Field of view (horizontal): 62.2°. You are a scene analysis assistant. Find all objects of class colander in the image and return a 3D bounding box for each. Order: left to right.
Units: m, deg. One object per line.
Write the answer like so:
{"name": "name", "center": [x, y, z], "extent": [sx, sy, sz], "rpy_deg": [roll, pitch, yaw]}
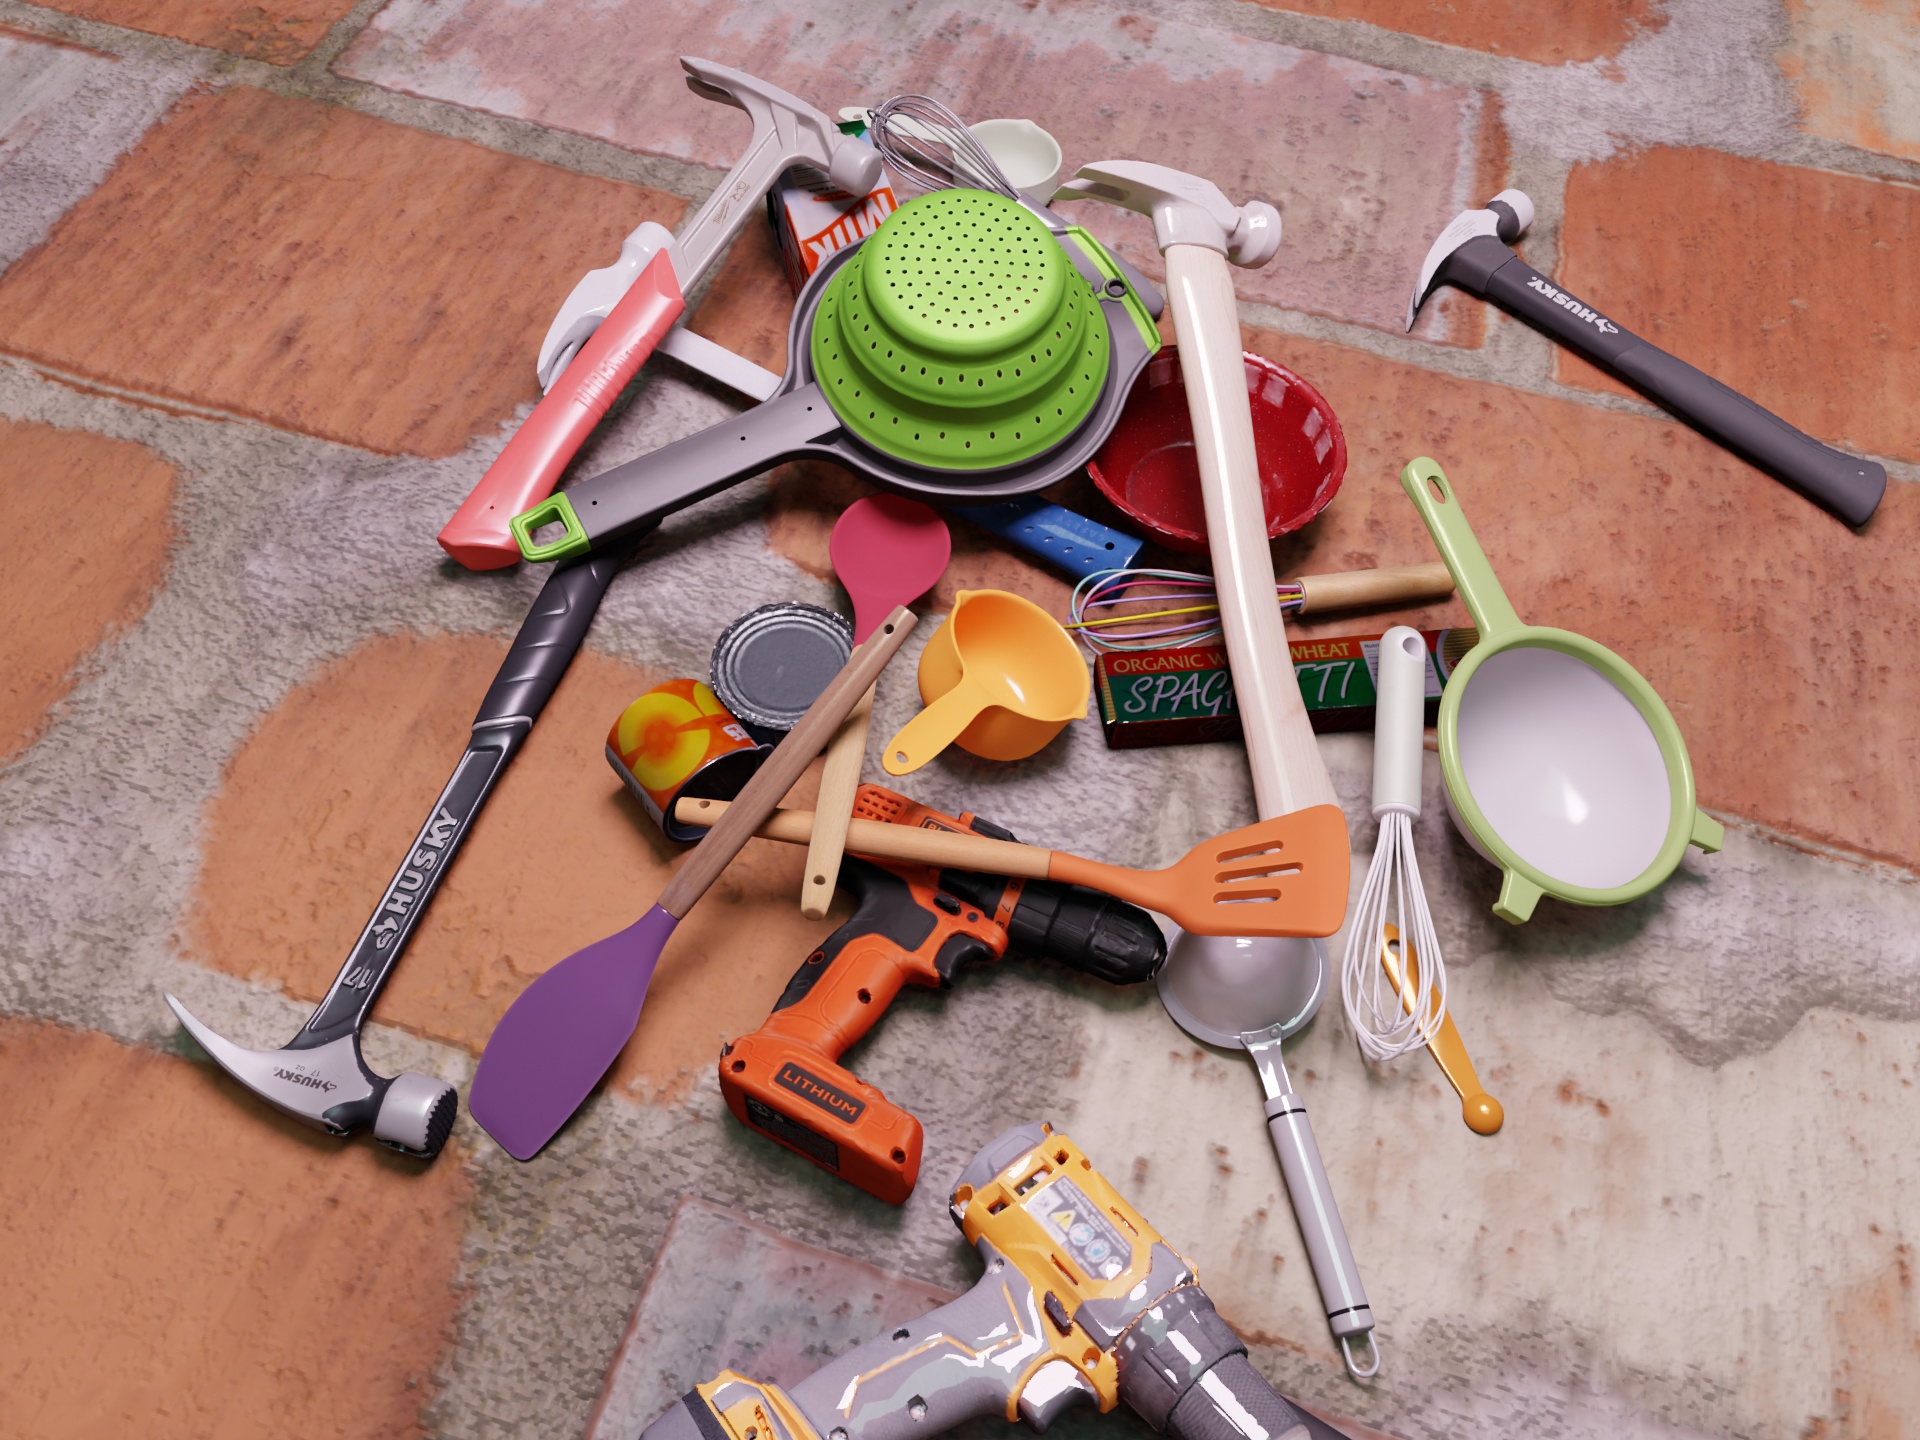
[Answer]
{"name": "colander", "center": [-0.070, -0.196, 0.891], "extent": [0.397, 0.094, 0.205], "rpy_deg": [-26, 71, -12]}

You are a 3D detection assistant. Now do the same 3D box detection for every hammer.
{"name": "hammer", "center": [-0.256, 0.019, 0.841], "extent": [0.149, 0.036, 0.409], "rpy_deg": [14, 56, 8]}
{"name": "hammer", "center": [-0.202, -0.244, 0.961], "extent": [0.149, 0.036, 0.359], "rpy_deg": [30, 75, 12]}
{"name": "hammer", "center": [-0.076, -0.177, 0.976], "extent": [0.405, 0.035, 0.144], "rpy_deg": [29, 65, 14]}
{"name": "hammer", "center": [0.141, -0.112, 0.859], "extent": [0.146, 0.038, 0.411], "rpy_deg": [3, 71, -32]}
{"name": "hammer", "center": [0.449, -0.231, 1.047], "extent": [0.146, 0.035, 0.335], "rpy_deg": [-38, 66, -25]}

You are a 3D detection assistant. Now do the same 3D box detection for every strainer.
{"name": "strainer", "center": [0.153, 0.176, 0.756], "extent": [0.087, 0.050, 0.259], "rpy_deg": [-16, 61, 4]}
{"name": "strainer", "center": [0.284, -0.016, 0.850], "extent": [0.151, 0.069, 0.256], "rpy_deg": [-15, 73, -23]}

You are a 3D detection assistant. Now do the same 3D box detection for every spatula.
{"name": "spatula", "center": [-0.124, 0.069, 0.758], "extent": [0.060, 0.018, 0.316], "rpy_deg": [37, 85, 20]}
{"name": "spatula", "center": [0.019, 0.059, 0.759], "extent": [0.322, 0.041, 0.081], "rpy_deg": [8, 44, 7]}

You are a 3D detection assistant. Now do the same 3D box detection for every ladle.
{"name": "ladle", "center": [-0.051, -0.018, 0.822], "extent": [0.069, 0.031, 0.316], "rpy_deg": [7, 42, 0]}

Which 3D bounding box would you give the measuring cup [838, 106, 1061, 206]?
{"name": "measuring cup", "center": [-0.010, -0.401, 1.134], "extent": [0.167, 0.038, 0.083], "rpy_deg": [19, 57, 12]}

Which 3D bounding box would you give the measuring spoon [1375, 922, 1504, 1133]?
{"name": "measuring spoon", "center": [0.238, 0.150, 0.793], "extent": [0.021, 0.011, 0.117], "rpy_deg": [-14, 58, -12]}

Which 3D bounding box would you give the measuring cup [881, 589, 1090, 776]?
{"name": "measuring cup", "center": [-0.001, -0.003, 0.827], "extent": [0.095, 0.052, 0.174], "rpy_deg": [45, 42, 4]}

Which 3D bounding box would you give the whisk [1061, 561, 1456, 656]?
{"name": "whisk", "center": [0.174, -0.071, 0.922], "extent": [0.245, 0.047, 0.051], "rpy_deg": [-8, 64, -14]}

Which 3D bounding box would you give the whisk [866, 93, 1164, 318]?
{"name": "whisk", "center": [0.038, -0.342, 1.067], "extent": [0.239, 0.055, 0.055], "rpy_deg": [35, 60, -2]}

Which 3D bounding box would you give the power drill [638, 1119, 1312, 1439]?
{"name": "power drill", "center": [0.010, 0.286, 0.633], "extent": [0.226, 0.084, 0.186], "rpy_deg": [-31, 49, -24]}

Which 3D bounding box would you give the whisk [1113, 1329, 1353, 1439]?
{"name": "whisk", "center": [0.196, 0.326, 0.649], "extent": [0.296, 0.073, 0.073], "rpy_deg": [23, 58, 19]}

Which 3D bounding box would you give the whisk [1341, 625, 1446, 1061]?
{"name": "whisk", "center": [0.224, 0.056, 0.819], "extent": [0.057, 0.059, 0.246], "rpy_deg": [19, 60, -14]}
